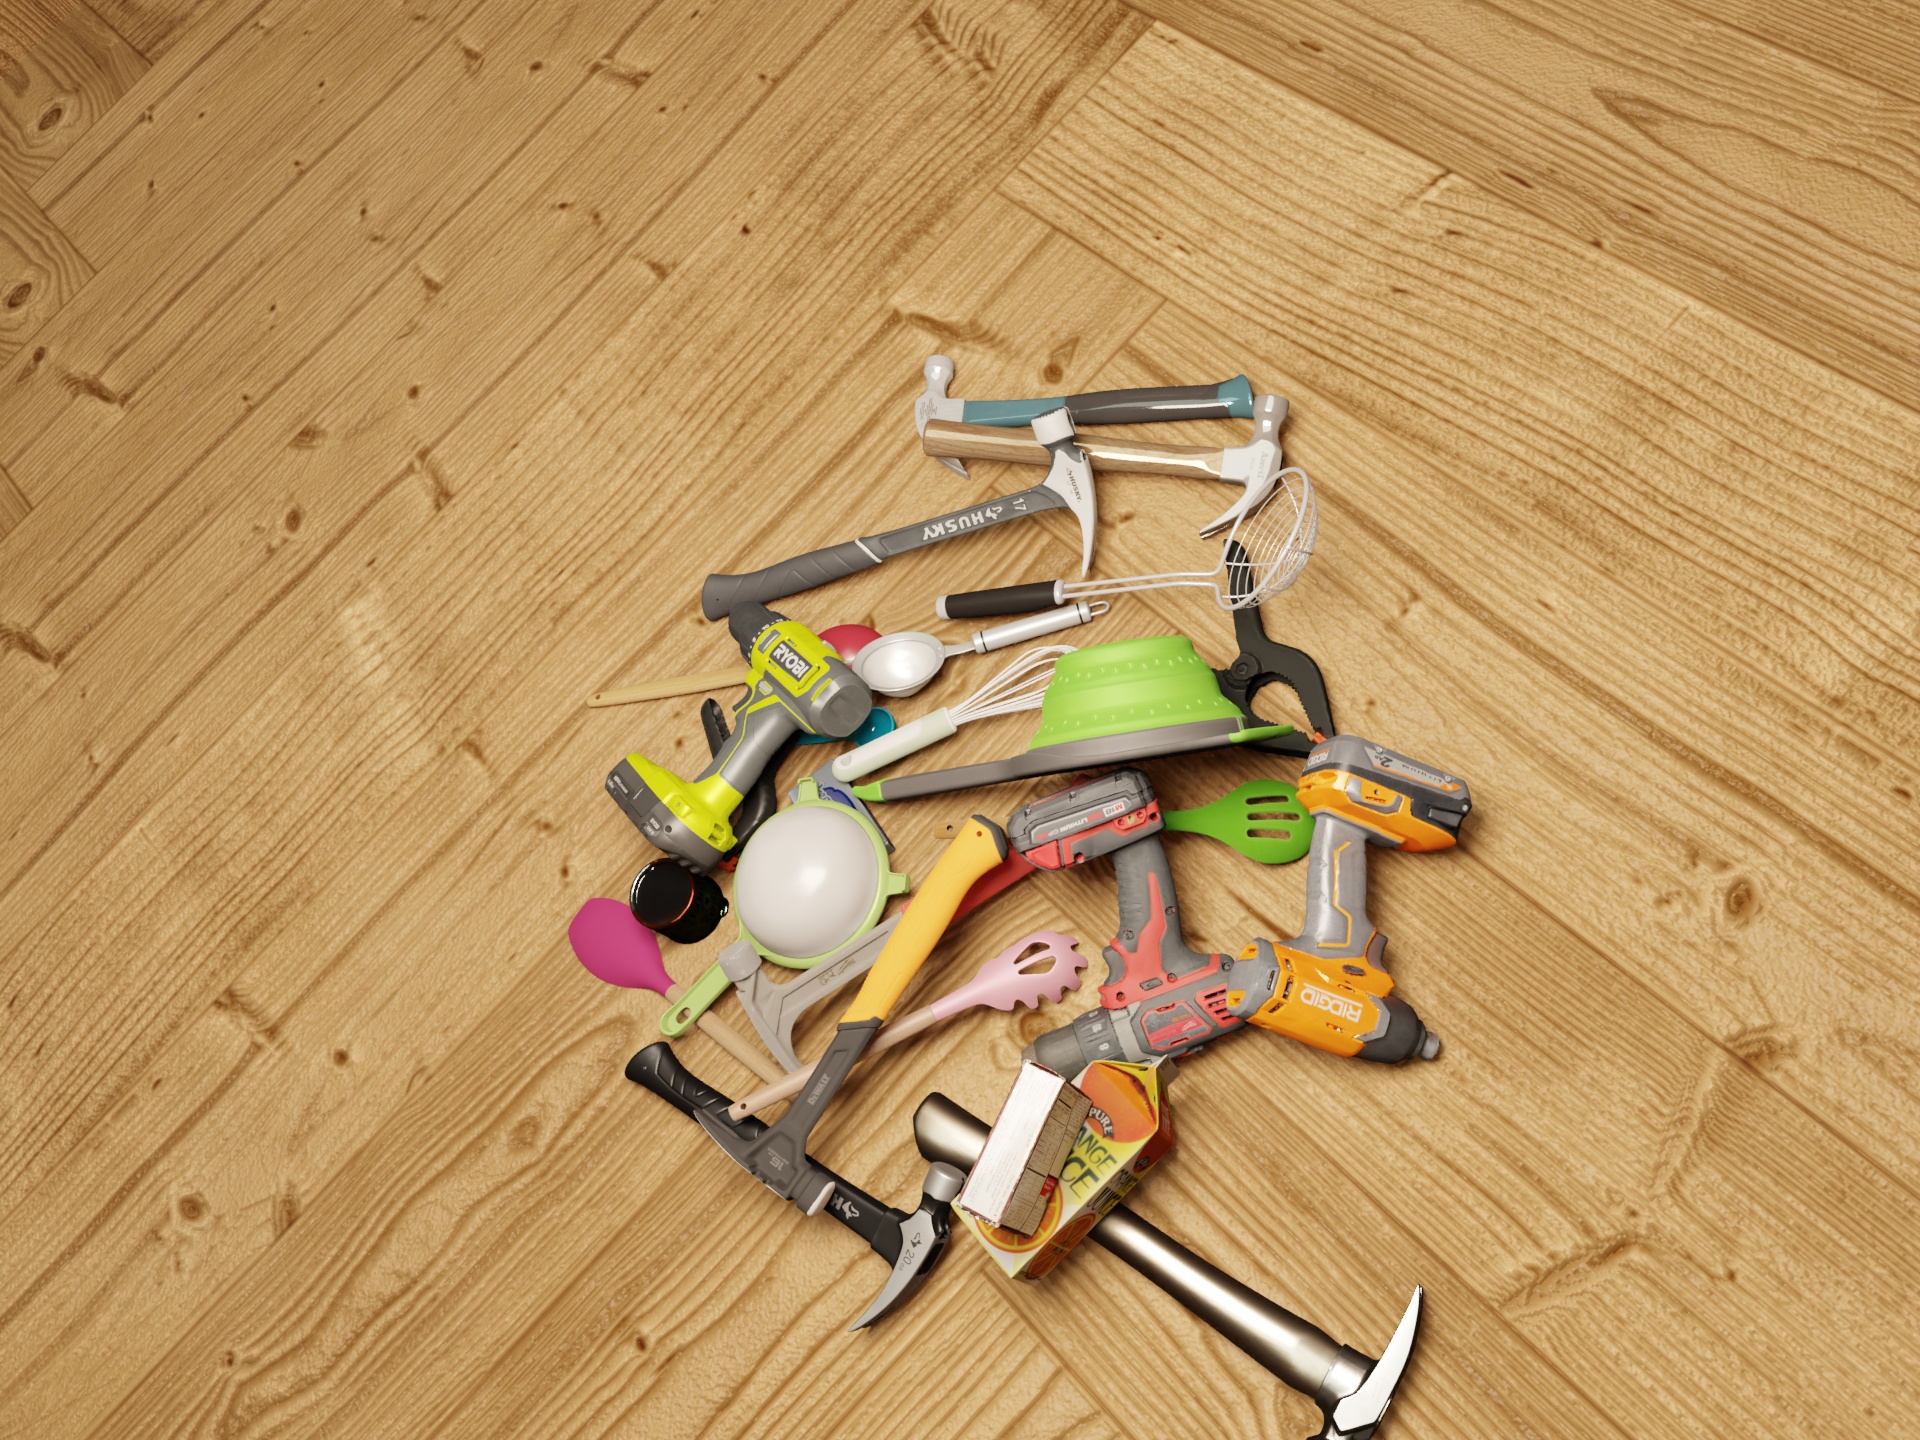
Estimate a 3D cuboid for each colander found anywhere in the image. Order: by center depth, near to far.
[{"bbox_3d":[0.068,-0.001,1.308,0.397,0.204,0.094,-11,86,33],"label":"colander"}]

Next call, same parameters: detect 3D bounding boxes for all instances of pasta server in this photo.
[{"bbox_3d":[-0.044,0.254,1.301,0.316,0.040,0.060,-27,62,1],"label":"pasta server"}]

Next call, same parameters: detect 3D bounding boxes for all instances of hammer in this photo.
[{"bbox_3d":[0.140,0.388,1.203,0.411,0.038,0.146,26,78,27],"label":"hammer"},{"bbox_3d":[-0.073,0.217,1.268,0.127,0.034,0.337,33,86,18],"label":"hammer"},{"bbox_3d":[-0.155,0.362,1.311,0.335,0.035,0.146,24,91,30],"label":"hammer"},{"bbox_3d":[-0.014,0.163,1.329,0.359,0.037,0.149,-32,106,-5],"label":"hammer"},{"bbox_3d":[0.124,-0.240,1.443,0.331,0.031,0.130,8,85,17],"label":"hammer"},{"bbox_3d":[-0.065,-0.159,1.478,0.409,0.036,0.149,-15,107,22],"label":"hammer"},{"bbox_3d":[0.113,-0.294,1.496,0.331,0.033,0.128,0,68,20],"label":"hammer"}]

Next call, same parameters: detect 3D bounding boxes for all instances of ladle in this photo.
[{"bbox_3d":[-0.218,-0.042,1.517,0.315,0.031,0.069,-9,65,18],"label":"ladle"}]

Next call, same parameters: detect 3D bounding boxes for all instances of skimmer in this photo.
[{"bbox_3d":[0.130,-0.136,1.355,0.363,0.090,0.127,-5,52,27],"label":"skimmer"}]

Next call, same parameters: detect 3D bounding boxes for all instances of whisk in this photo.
[{"bbox_3d":[-0.002,-0.004,1.400,0.246,0.059,0.058,-25,45,6],"label":"whisk"}]

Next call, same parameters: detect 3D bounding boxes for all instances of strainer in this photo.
[{"bbox_3d":[-0.177,0.171,1.364,0.256,0.069,0.152,-46,62,-1],"label":"strainer"},{"bbox_3d":[0.011,-0.066,1.435,0.258,0.050,0.087,-16,38,7],"label":"strainer"}]

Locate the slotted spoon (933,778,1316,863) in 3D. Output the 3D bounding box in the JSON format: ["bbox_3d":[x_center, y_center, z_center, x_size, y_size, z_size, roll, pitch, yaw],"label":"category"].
[{"bbox_3d":[0.134,0.085,1.291,0.314,0.031,0.070,-2,72,5],"label":"slotted spoon"}]

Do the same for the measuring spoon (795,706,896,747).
[{"bbox_3d":[-0.113,0.013,1.464,0.128,0.021,0.042,-4,70,28],"label":"measuring spoon"}]

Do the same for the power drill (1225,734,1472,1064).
[{"bbox_3d":[0.309,0.143,1.204,0.164,0.084,0.226,22,76,-7],"label":"power drill"}]

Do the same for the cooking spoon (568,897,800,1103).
[{"bbox_3d":[-0.238,0.253,1.405,0.319,0.017,0.069,32,83,28],"label":"cooking spoon"}]

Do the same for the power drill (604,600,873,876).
[{"bbox_3d":[-0.204,0.006,1.417,0.228,0.080,0.191,-48,48,-2],"label":"power drill"}]

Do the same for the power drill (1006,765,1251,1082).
[{"bbox_3d":[0.108,0.167,1.244,0.188,0.080,0.227,-22,90,6],"label":"power drill"}]
